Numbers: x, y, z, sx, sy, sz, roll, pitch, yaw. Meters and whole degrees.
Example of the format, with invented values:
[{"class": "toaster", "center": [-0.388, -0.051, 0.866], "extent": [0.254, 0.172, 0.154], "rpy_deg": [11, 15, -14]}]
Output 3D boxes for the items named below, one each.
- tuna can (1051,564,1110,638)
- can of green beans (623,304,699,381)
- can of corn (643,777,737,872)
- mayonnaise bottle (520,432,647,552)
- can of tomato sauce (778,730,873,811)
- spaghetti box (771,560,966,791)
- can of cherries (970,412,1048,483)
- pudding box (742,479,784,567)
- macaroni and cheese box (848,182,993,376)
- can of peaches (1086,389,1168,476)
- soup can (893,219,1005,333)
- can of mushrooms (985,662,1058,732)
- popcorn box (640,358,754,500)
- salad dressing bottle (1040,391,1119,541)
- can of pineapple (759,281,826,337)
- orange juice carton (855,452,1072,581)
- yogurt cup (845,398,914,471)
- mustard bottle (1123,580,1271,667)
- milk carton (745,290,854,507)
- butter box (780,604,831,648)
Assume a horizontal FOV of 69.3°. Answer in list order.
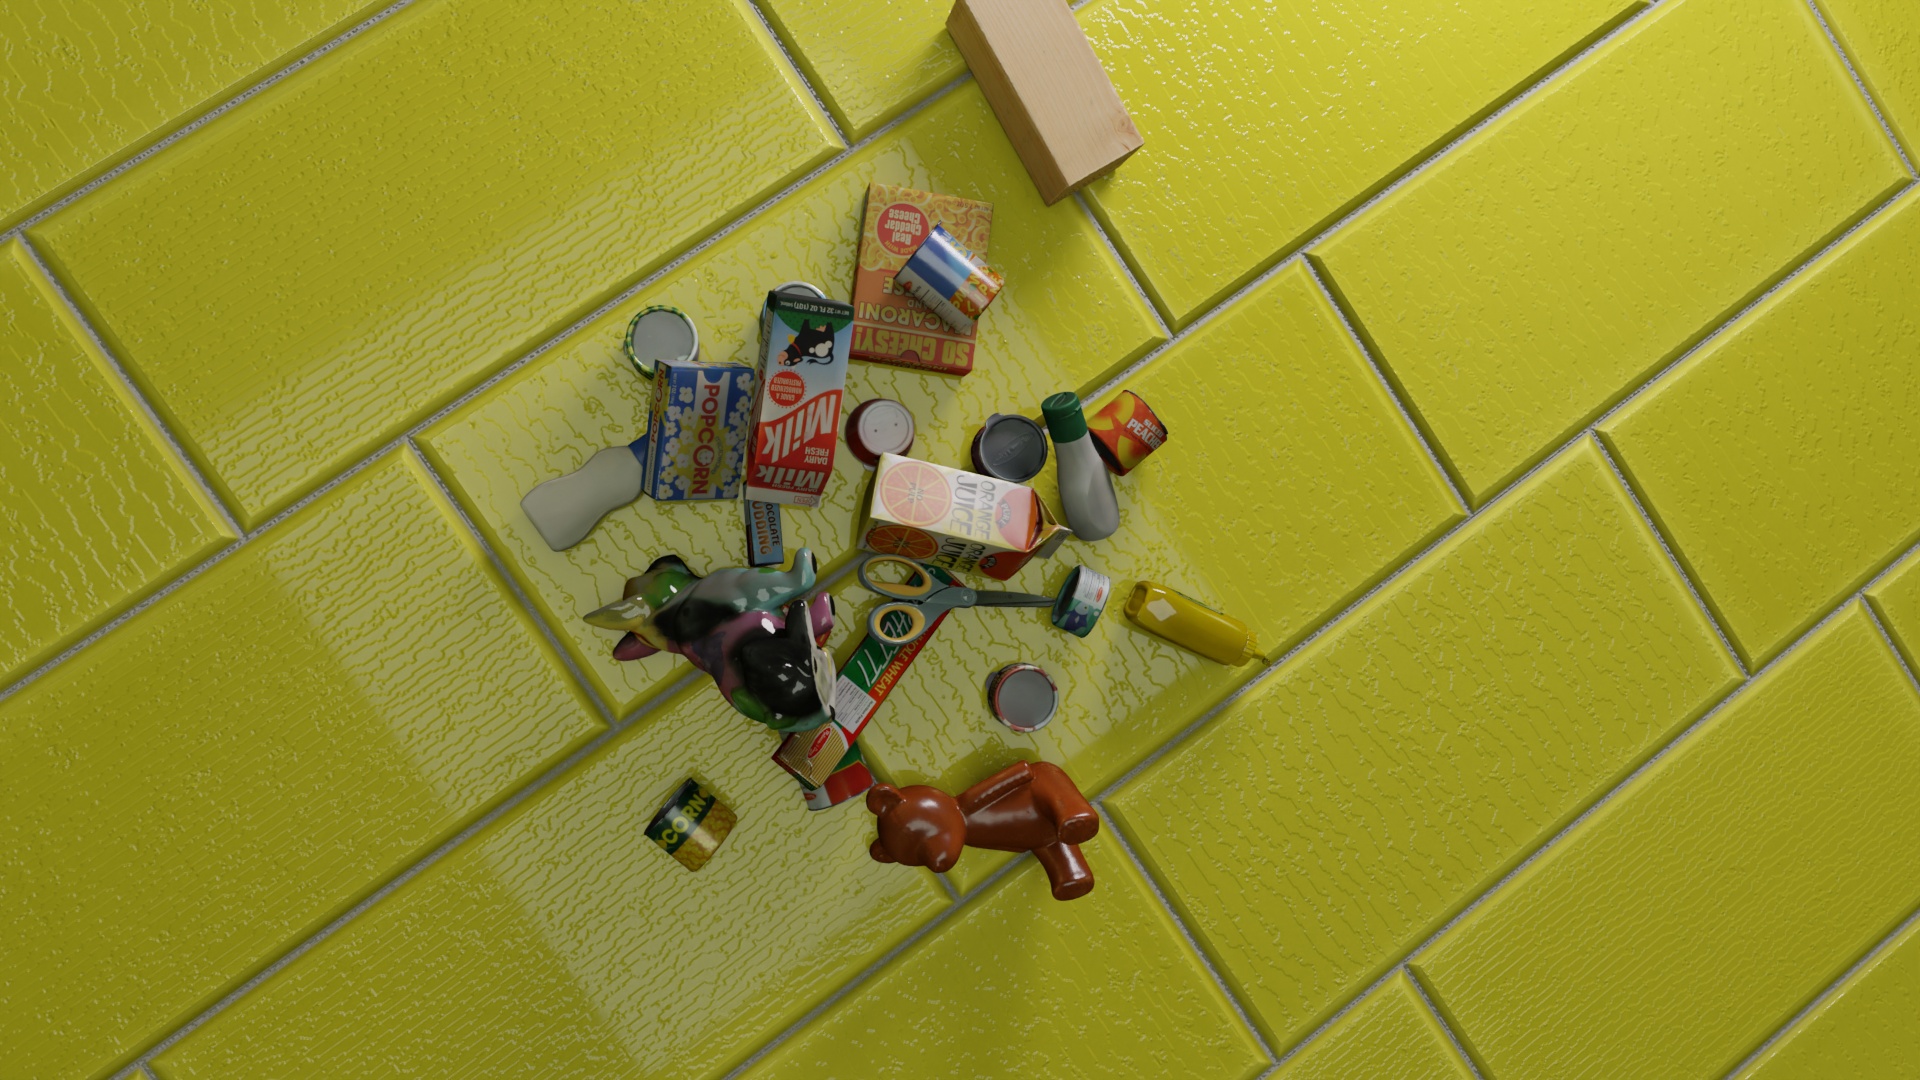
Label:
[{"class": "tuna can", "center": [0.116, 0.060, 1.355], "extent": [0.033, 0.071, 0.071], "rpy_deg": [25, 85, -8]}, {"class": "can of green beans", "center": [-0.277, -0.182, 1.293], "extent": [0.071, 0.058, 0.071], "rpy_deg": [0, 89, -10]}, {"class": "can of corn", "center": [-0.248, 0.263, 1.283], "extent": [0.058, 0.071, 0.071], "rpy_deg": [41, 83, -8]}, {"class": "mayonnaise bottle", "center": [-0.330, -0.053, 1.291], "extent": [0.148, 0.041, 0.064], "rpy_deg": [-35, 96, -10]}, {"class": "can of tomato sauce", "center": [-0.126, 0.202, 1.309], "extent": [0.071, 0.071, 0.083], "rpy_deg": [-22, 92, -9]}, {"class": "spaghetti box", "center": [-0.081, 0.120, 1.294], "extent": [0.050, 0.028, 0.251], "rpy_deg": [41, 62, -7]}, {"class": "can of cherries", "center": [0.045, -0.090, 1.348], "extent": [0.071, 0.058, 0.071], "rpy_deg": [0, 90, -9]}, {"class": "pudding box", "center": [-0.187, -0.017, 1.310], "extent": [0.030, 0.049, 0.083], "rpy_deg": [-4, 89, -15]}, {"class": "macaroni and cheese box", "center": [-0.041, -0.252, 1.345], "extent": [0.124, 0.040, 0.166], "rpy_deg": [7, 88, -9]}, {"class": "can of peaches", "center": [0.161, -0.104, 1.362], "extent": [0.058, 0.071, 0.071], "rpy_deg": [-39, 96, -7]}, {"class": "soup can", "center": [-0.008, -0.246, 1.295], "extent": [0.084, 0.071, 0.071], "rpy_deg": [38, 83, -9]}, {"class": "can of mushrooms", "center": [0.060, 0.153, 1.358], "extent": [0.071, 0.033, 0.071], "rpy_deg": [0, 90, -10]}, {"class": "popcorn box", "center": [-0.241, -0.101, 1.274], "extent": [0.085, 0.038, 0.126], "rpy_deg": [-2, 110, -37]}, {"class": "salad dressing bottle", "center": [0.114, -0.071, 1.337], "extent": [0.064, 0.044, 0.147], "rpy_deg": [-49, 130, -44]}, {"class": "can of pineapple", "center": [-0.157, -0.207, 1.315], "extent": [0.071, 0.058, 0.071], "rpy_deg": [0, 89, -10]}, {"class": "orange juice carton", "center": [0.005, -0.017, 1.320], "extent": [0.193, 0.071, 0.073], "rpy_deg": [13, 62, -10]}, {"class": "yogurt cup", "center": [-0.074, -0.105, 1.329], "extent": [0.072, 0.054, 0.072], "rpy_deg": [0, 88, -10]}, {"class": "mustard bottle", "center": [0.242, 0.089, 1.379], "extent": [0.160, 0.065, 0.049], "rpy_deg": [24, 91, -14]}, {"class": "milk carton", "center": [-0.148, -0.125, 1.259], "extent": [0.072, 0.073, 0.190], "rpy_deg": [7, 102, -16]}, {"class": "butter box", "center": [-0.170, 0.117, 1.323], "extent": [0.053, 0.024, 0.103], "rpy_deg": [30, 84, -7]}]
